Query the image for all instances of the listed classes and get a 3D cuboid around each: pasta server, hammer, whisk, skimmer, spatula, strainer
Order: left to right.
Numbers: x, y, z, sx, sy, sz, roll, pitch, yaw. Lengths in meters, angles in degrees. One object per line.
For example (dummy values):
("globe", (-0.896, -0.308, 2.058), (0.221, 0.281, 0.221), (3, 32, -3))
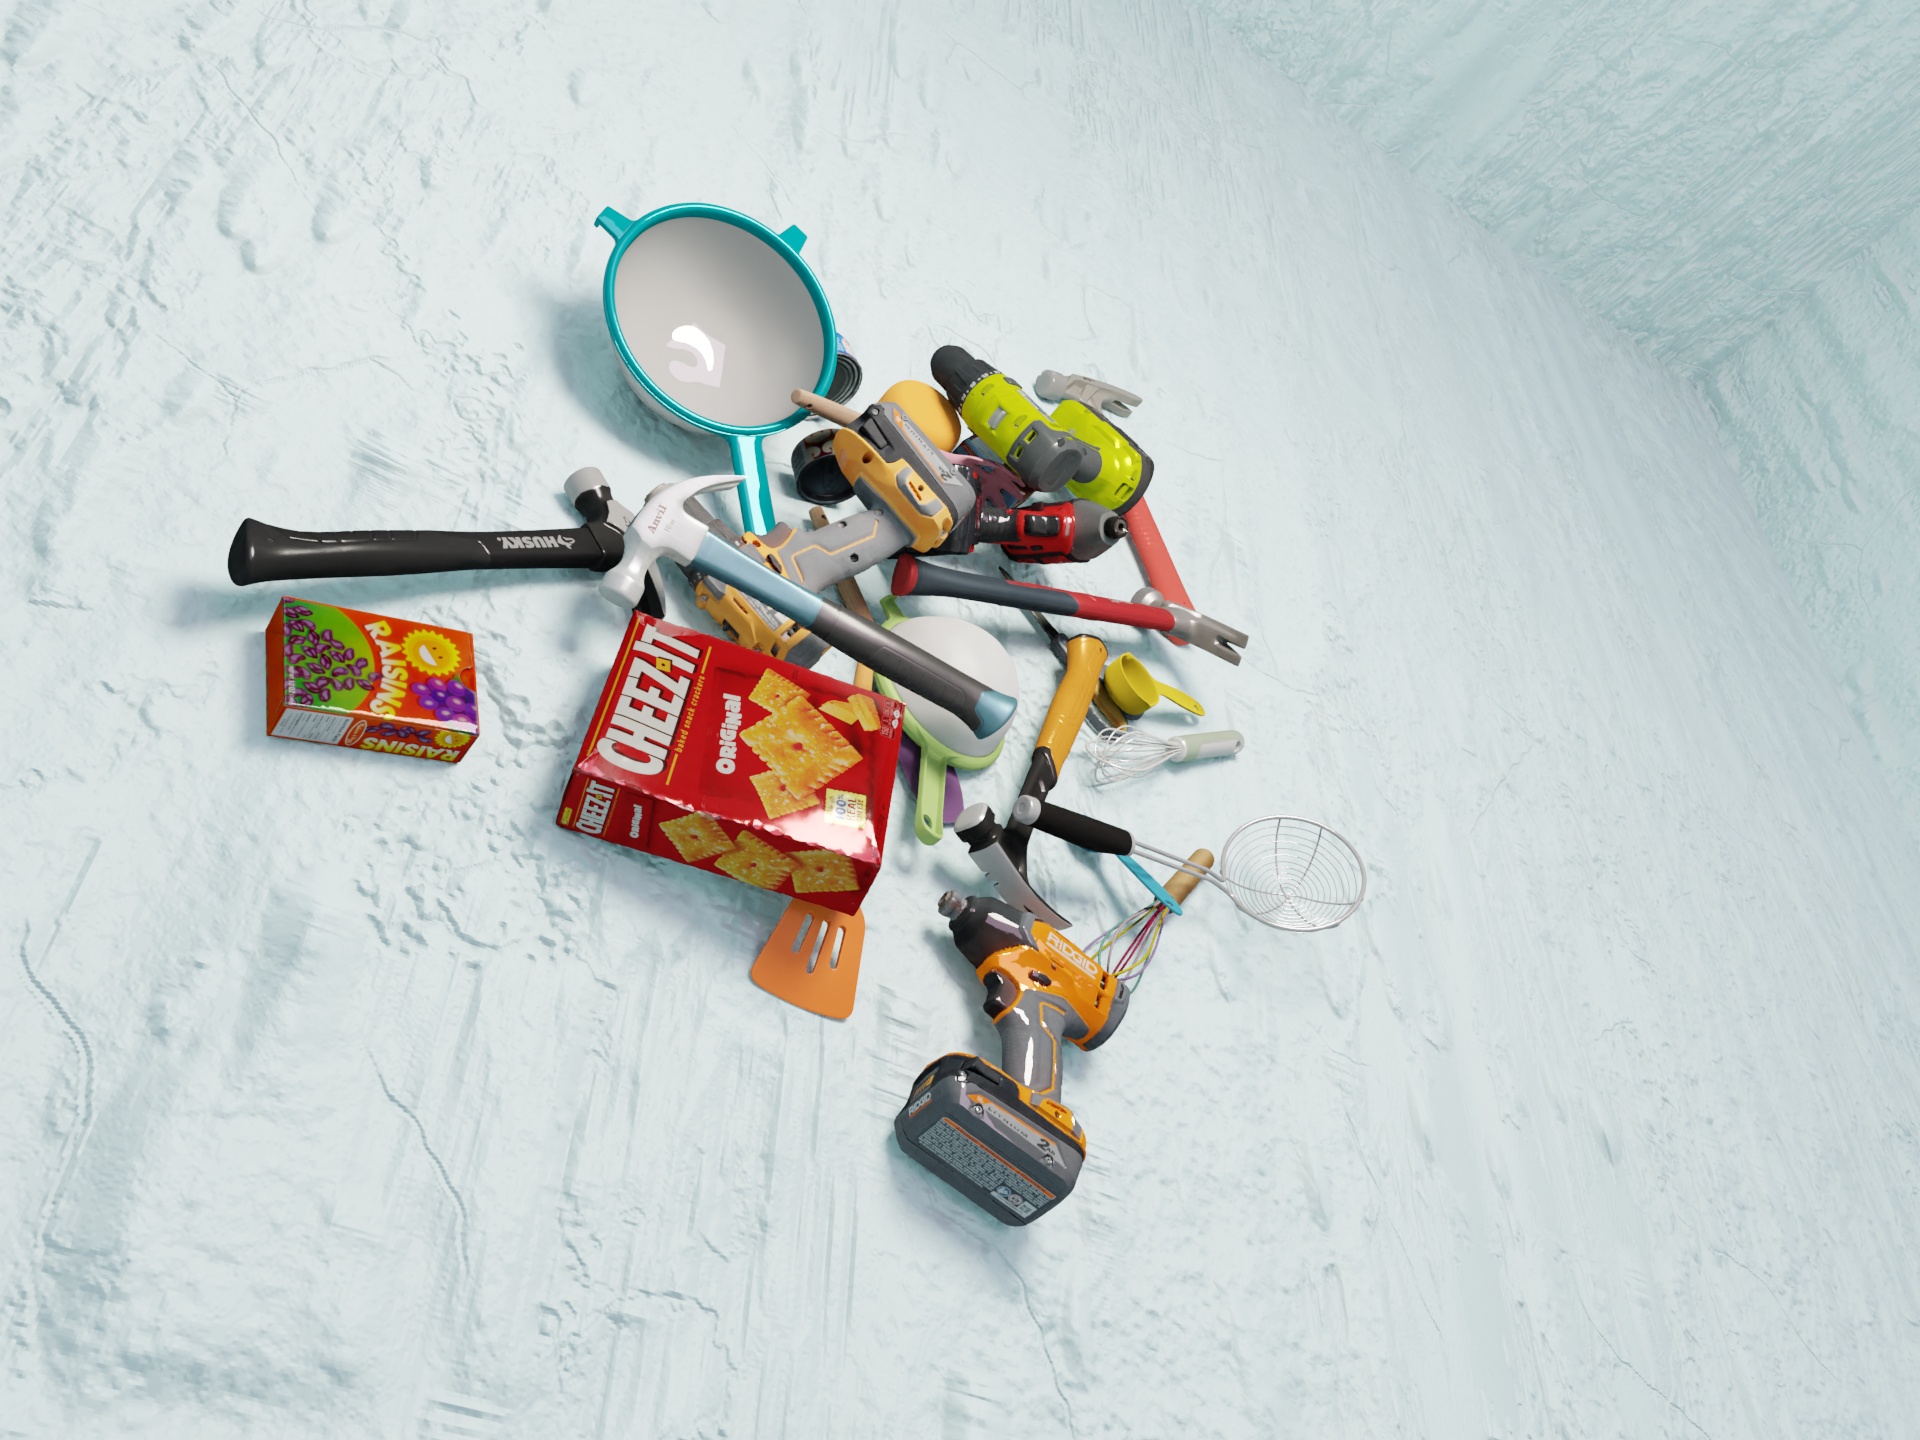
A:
("hammer", (-0.344, -0.113, 1.098), (0.334, 0.035, 0.146), (-11, 64, -55))
("strainer", (-0.207, -0.266, 1.359), (0.211, 0.095, 0.340), (-6, 81, -34))
("hammer", (-0.099, -0.073, 1.204), (0.330, 0.033, 0.128), (29, 71, -20))
("spatula", (-0.091, 0.069, 1.190), (0.081, 0.041, 0.323), (27, 42, -21))
("spatula", (-0.067, -0.051, 1.340), (0.059, 0.018, 0.316), (0, 58, -47))
("pasta server", (-0.044, -0.244, 1.441), (0.316, 0.060, 0.040), (12, 44, -55))
("strainer", (-0.002, -0.004, 1.293), (0.151, 0.069, 0.257), (37, 33, -24))
("hammer", (0.082, 0.033, 1.361), (0.127, 0.034, 0.337), (53, 34, -21))
("hammer", (0.099, -0.104, 1.455), (0.386, 0.038, 0.143), (5, 19, -43))
("hammer", (0.194, -0.234, 1.730), (0.149, 0.036, 0.359), (8, 51, -39))
("whisk", (0.169, 0.165, 1.347), (0.051, 0.047, 0.245), (48, 35, 5))
("whisk", (0.199, 0.028, 1.495), (0.059, 0.057, 0.246), (32, 23, 34))
("skimmer", (0.198, 0.100, 1.331), (0.363, 0.090, 0.127), (21, 36, -38))

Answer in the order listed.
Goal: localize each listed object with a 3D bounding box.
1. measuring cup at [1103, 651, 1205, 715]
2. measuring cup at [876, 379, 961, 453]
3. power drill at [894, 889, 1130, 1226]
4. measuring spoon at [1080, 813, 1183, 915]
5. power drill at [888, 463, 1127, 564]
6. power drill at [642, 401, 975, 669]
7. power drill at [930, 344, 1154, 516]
("measuring cup", (0.188, -0.021, 1.527), (0.156, 0.029, 0.062), (21, 42, -50))
("measuring cup", (-0.043, -0.260, 1.518), (0.095, 0.052, 0.174), (28, 40, -22))
("power drill", (0.030, 0.225, 1.137), (0.164, 0.084, 0.227), (38, 34, -9))
("measuring spoon", (0.137, 0.127, 1.342), (0.129, 0.021, 0.042), (44, 22, 29))
("power drill", (0.041, -0.181, 1.457), (0.219, 0.143, 0.078), (2, 91, -41))
("power drill", (-0.124, -0.161, 1.275), (0.226, 0.084, 0.185), (-42, 90, -19))
("power drill", (0.080, -0.289, 1.588), (0.191, 0.080, 0.228), (48, 21, 27))
